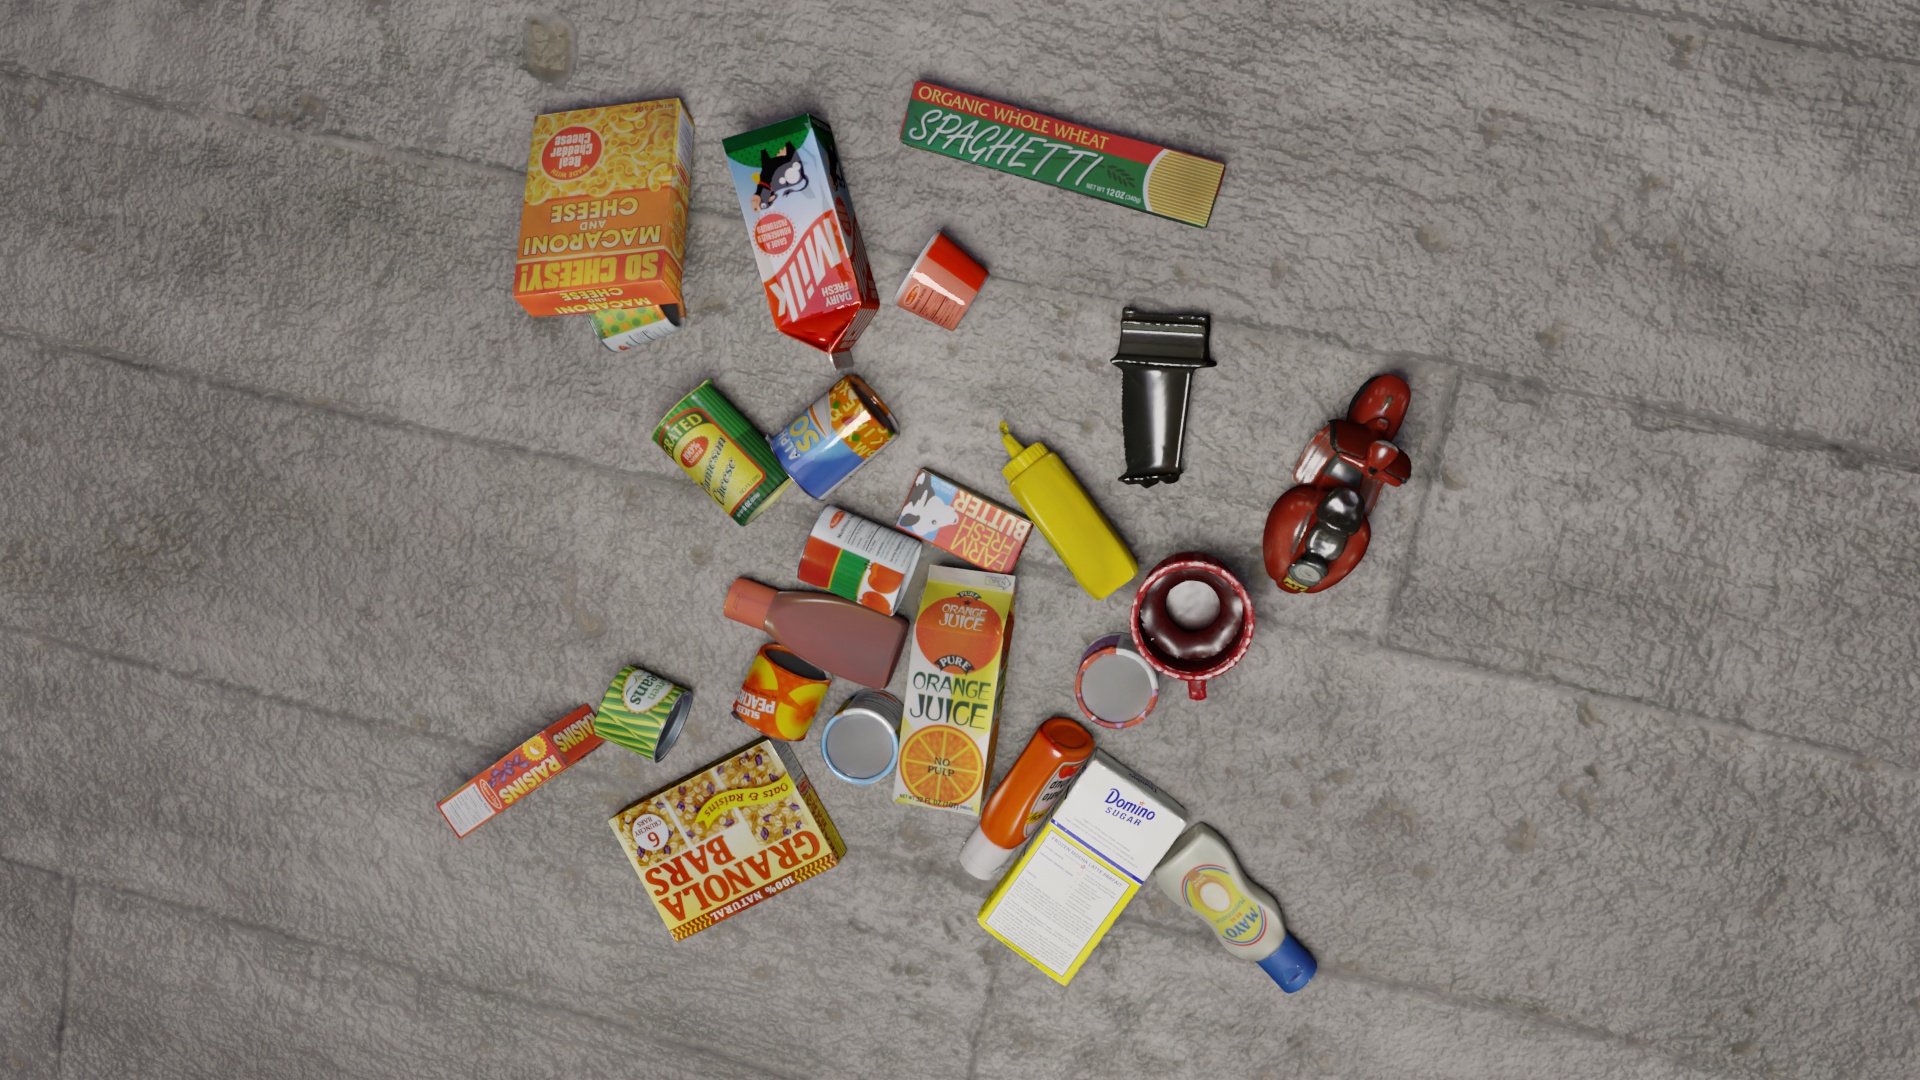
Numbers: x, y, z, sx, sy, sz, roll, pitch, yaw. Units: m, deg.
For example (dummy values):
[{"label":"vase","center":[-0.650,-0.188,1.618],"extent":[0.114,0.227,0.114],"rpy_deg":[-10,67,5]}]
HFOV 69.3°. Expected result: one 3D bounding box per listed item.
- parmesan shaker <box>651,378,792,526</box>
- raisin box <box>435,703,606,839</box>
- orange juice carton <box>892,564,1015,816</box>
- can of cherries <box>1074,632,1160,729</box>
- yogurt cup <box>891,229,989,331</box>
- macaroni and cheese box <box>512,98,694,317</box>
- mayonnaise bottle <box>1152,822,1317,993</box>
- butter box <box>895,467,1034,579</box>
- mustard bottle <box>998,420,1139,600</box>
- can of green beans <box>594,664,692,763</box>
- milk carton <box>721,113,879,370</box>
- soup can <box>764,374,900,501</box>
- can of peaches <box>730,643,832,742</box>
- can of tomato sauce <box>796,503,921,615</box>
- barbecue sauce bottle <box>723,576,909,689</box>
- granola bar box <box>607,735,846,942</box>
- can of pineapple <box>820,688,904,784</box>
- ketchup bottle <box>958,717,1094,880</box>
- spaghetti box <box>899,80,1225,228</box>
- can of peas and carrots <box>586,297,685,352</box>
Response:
[{"label":"parmesan shaker","center":[-0.189,-0.071,1.125],"extent":[0.103,0.071,0.071],"rpy_deg":[45,103,0]},{"label":"raisin box","center":[-0.372,0.196,1.186],"extent":[0.123,0.086,0.040],"rpy_deg":[-34,91,12]},{"label":"orange juice carton","center":[-0.003,0.117,1.123],"extent":[0.072,0.073,0.192],"rpy_deg":[9,100,8]},{"label":"can of cherries","center":[0.124,0.114,1.110],"extent":[0.071,0.058,0.071],"rpy_deg":[1,99,8]},{"label":"yogurt cup","center":[-0.014,-0.199,1.080],"extent":[0.054,0.072,0.072],"rpy_deg":[32,103,-5]},{"label":"macaroni and cheese box","center":[-0.276,-0.260,1.086],"extent":[0.124,0.040,0.167],"rpy_deg":[-4,69,10]},{"label":"mayonnaise bottle","center":[0.227,0.303,1.132],"extent":[0.064,0.041,0.148],"rpy_deg":[-44,90,11]},{"label":"butter box","center":[0.004,-0.014,1.126],"extent":[0.103,0.024,0.053],"rpy_deg":[26,101,4]},{"label":"mustard bottle","center":[0.077,-0.027,1.095],"extent":[0.049,0.065,0.160],"rpy_deg":[-38,86,7]},{"label":"can of green beans","center":[-0.267,0.146,1.172],"extent":[0.058,0.071,0.071],"rpy_deg":[24,102,5]},{"label":"milk carton","center":[-0.117,-0.227,1.087],"extent":[0.073,0.072,0.190],"rpy_deg":[-14,97,11]},{"label":"soup can","center":[-0.102,-0.084,1.109],"extent":[0.083,0.071,0.071],"rpy_deg":[-39,91,12]},{"label":"can of peaches","center":[-0.148,0.125,1.148],"extent":[0.071,0.071,0.058],"rpy_deg":[27,101,4]},{"label":"can of tomato sauce","center":[-0.082,0.017,1.124],"extent":[0.083,0.071,0.071],"rpy_deg":[22,102,4]},{"label":"barbecue sauce bottle","center":[-0.121,0.071,1.149],"extent":[0.148,0.044,0.064],"rpy_deg":[19,95,6]},{"label":"granola bar box","center":[-0.199,0.253,1.192],"extent":[0.165,0.039,0.124],"rpy_deg":[-28,93,12]},{"label":"can of pineapple","center":[-0.078,0.164,1.149],"extent":[0.071,0.058,0.071],"rpy_deg":[1,100,9]},{"label":"ketchup bottle","center":[0.050,0.213,1.138],"extent":[0.043,0.065,0.148],"rpy_deg":[42,113,23]},{"label":"spaghetti box","center":[0.076,-0.297,1.068],"extent":[0.250,0.029,0.050],"rpy_deg":[17,100,6]},{"label":"can of peas and carrots","center":[-0.263,-0.193,1.118],"extent":[0.059,0.071,0.071],"rpy_deg":[-17,96,10]}]
